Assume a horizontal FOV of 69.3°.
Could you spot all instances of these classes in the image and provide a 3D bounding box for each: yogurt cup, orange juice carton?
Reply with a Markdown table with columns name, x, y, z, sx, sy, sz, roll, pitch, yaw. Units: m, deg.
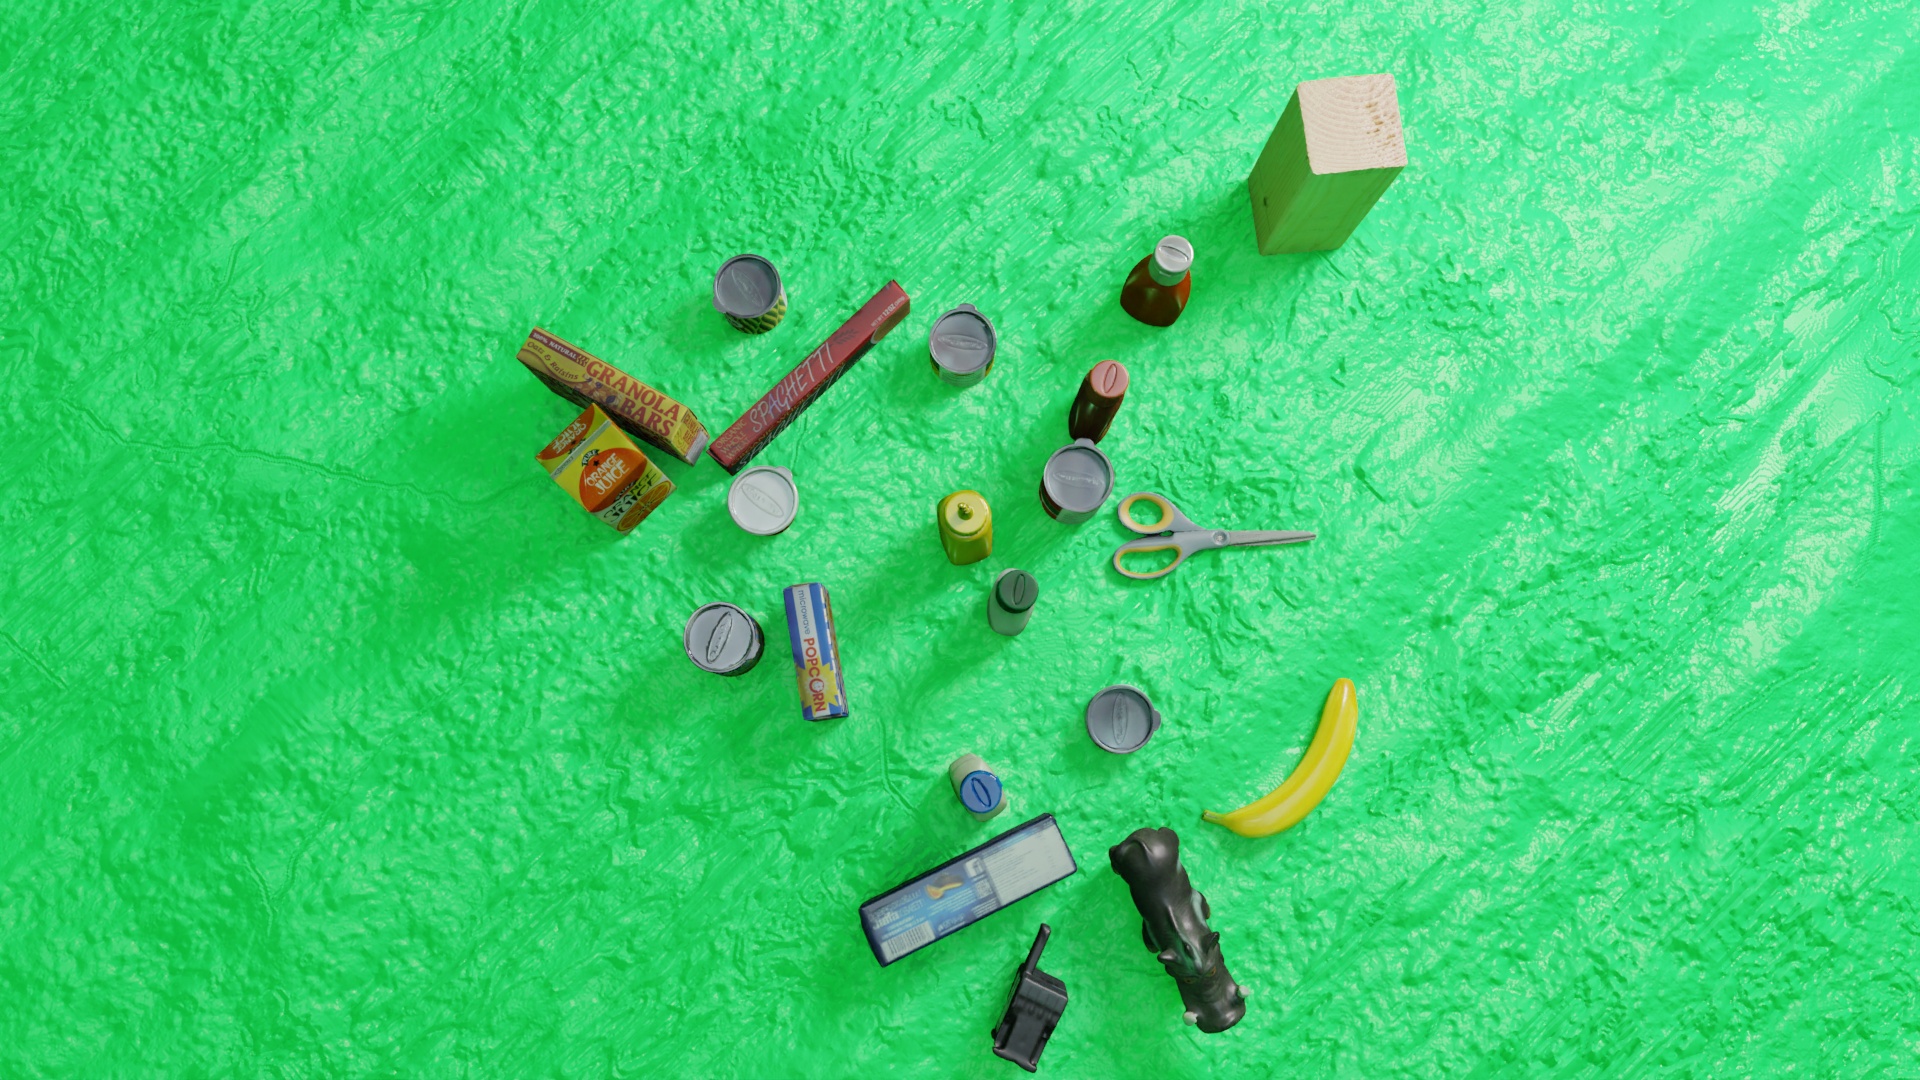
| name | x | y | z | sx | sy | sz | roll | pitch | yaw |
| --- | --- | --- | --- | --- | --- | --- | --- | --- | --- |
| yogurt cup | -0.189 | -0.035 | 1.346 | 0.072 | 0.054 | 0.072 | 0 | 81 | -1 |
| orange juice carton | -0.327 | -0.066 | 1.278 | 0.072 | 0.192 | 0.073 | -45 | 85 | -7 |

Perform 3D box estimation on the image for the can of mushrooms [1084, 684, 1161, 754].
| name | x | y | z | sx | sy | sz | roll | pitch | yaw |
| --- | --- | --- | --- | --- | --- | --- | --- | --- | --- |
| can of mushrooms | 0.155 | 0.172 | 1.331 | 0.071 | 0.033 | 0.071 | 0 | 81 | -1 |

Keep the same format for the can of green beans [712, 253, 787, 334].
| name | x | y | z | sx | sy | sz | roll | pitch | yaw |
| --- | --- | --- | --- | --- | --- | --- | --- | --- | --- |
| can of green beans | -0.208 | -0.243 | 1.376 | 0.071 | 0.057 | 0.071 | 0 | 81 | -1 |

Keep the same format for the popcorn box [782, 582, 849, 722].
| name | x | y | z | sx | sy | sz | roll | pitch | yaw |
| --- | --- | --- | --- | --- | --- | --- | --- | --- | --- |
| popcorn box | -0.135 | 0.106 | 1.309 | 0.038 | 0.085 | 0.127 | -10 | 82 | -2 |

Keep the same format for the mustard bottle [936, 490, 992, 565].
| name | x | y | z | sx | sy | sz | roll | pitch | yaw |
| --- | --- | --- | --- | --- | --- | --- | --- | --- | --- |
| mustard bottle | 0.005 | -0.016 | 1.293 | 0.049 | 0.160 | 0.065 | -16 | 82 | -3 |

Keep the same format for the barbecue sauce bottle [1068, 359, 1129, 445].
| name | x | y | z | sx | sy | sz | roll | pitch | yaw |
| --- | --- | --- | --- | --- | --- | --- | --- | --- | --- |
| barbecue sauce bottle | 0.132 | -0.135 | 1.320 | 0.044 | 0.148 | 0.065 | 19 | 82 | 2 |

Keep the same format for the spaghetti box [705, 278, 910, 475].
| name | x | y | z | sx | sy | sz | roll | pitch | yaw |
| --- | --- | --- | --- | --- | --- | --- | --- | --- | --- |
| spaghetti box | -0.147 | -0.159 | 1.368 | 0.250 | 0.050 | 0.029 | -44 | 85 | -7 |

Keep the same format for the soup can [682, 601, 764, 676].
| name | x | y | z | sx | sy | sz | roll | pitch | yaw |
| --- | --- | --- | --- | --- | --- | --- | --- | --- | --- |
| soup can | -0.219 | 0.096 | 1.310 | 0.071 | 0.083 | 0.071 | 0 | 81 | -1 |

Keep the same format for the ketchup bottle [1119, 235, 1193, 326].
| name | x | y | z | sx | sy | sz | roll | pitch | yaw |
| --- | --- | --- | --- | --- | --- | --- | --- | --- | --- |
| ketchup bottle | 0.194 | -0.250 | 1.340 | 0.065 | 0.148 | 0.043 | 24 | 82 | 2 |

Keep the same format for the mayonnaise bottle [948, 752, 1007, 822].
| name | x | y | z | sx | sy | sz | roll | pitch | yaw |
| --- | --- | --- | --- | --- | --- | --- | --- | --- | --- |
| mayonnaise bottle | 0.016 | 0.226 | 1.261 | 0.041 | 0.148 | 0.065 | -30 | 83 | -5 |

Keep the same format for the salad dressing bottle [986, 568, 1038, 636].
| name | x | y | z | sx | sy | sz | roll | pitch | yaw |
| --- | --- | --- | --- | --- | --- | --- | --- | --- | --- |
| salad dressing bottle | 0.049 | 0.054 | 1.289 | 0.044 | 0.147 | 0.064 | 11 | 82 | 1 |

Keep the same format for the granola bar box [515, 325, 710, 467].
| name | x | y | z | sx | sy | sz | roll | pitch | yaw |
| --- | --- | --- | --- | --- | --- | --- | --- | --- | --- |
| granola bar box | -0.327 | -0.136 | 1.323 | 0.165 | 0.124 | 0.039 | 28 | 82 | 3 |

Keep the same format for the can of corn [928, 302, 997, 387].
| name | x | y | z | sx | sy | sz | roll | pitch | yaw |
| --- | --- | --- | --- | --- | --- | --- | --- | --- | --- |
| can of corn | 0.002 | -0.192 | 1.372 | 0.071 | 0.058 | 0.071 | 0 | 81 | -1 |

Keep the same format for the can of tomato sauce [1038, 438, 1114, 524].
| name | x | y | z | sx | sy | sz | roll | pitch | yaw |
| --- | --- | --- | --- | --- | --- | --- | --- | --- | --- |
| can of tomato sauce | 0.110 | -0.055 | 1.341 | 0.071 | 0.083 | 0.071 | 0 | 81 | -1 |
